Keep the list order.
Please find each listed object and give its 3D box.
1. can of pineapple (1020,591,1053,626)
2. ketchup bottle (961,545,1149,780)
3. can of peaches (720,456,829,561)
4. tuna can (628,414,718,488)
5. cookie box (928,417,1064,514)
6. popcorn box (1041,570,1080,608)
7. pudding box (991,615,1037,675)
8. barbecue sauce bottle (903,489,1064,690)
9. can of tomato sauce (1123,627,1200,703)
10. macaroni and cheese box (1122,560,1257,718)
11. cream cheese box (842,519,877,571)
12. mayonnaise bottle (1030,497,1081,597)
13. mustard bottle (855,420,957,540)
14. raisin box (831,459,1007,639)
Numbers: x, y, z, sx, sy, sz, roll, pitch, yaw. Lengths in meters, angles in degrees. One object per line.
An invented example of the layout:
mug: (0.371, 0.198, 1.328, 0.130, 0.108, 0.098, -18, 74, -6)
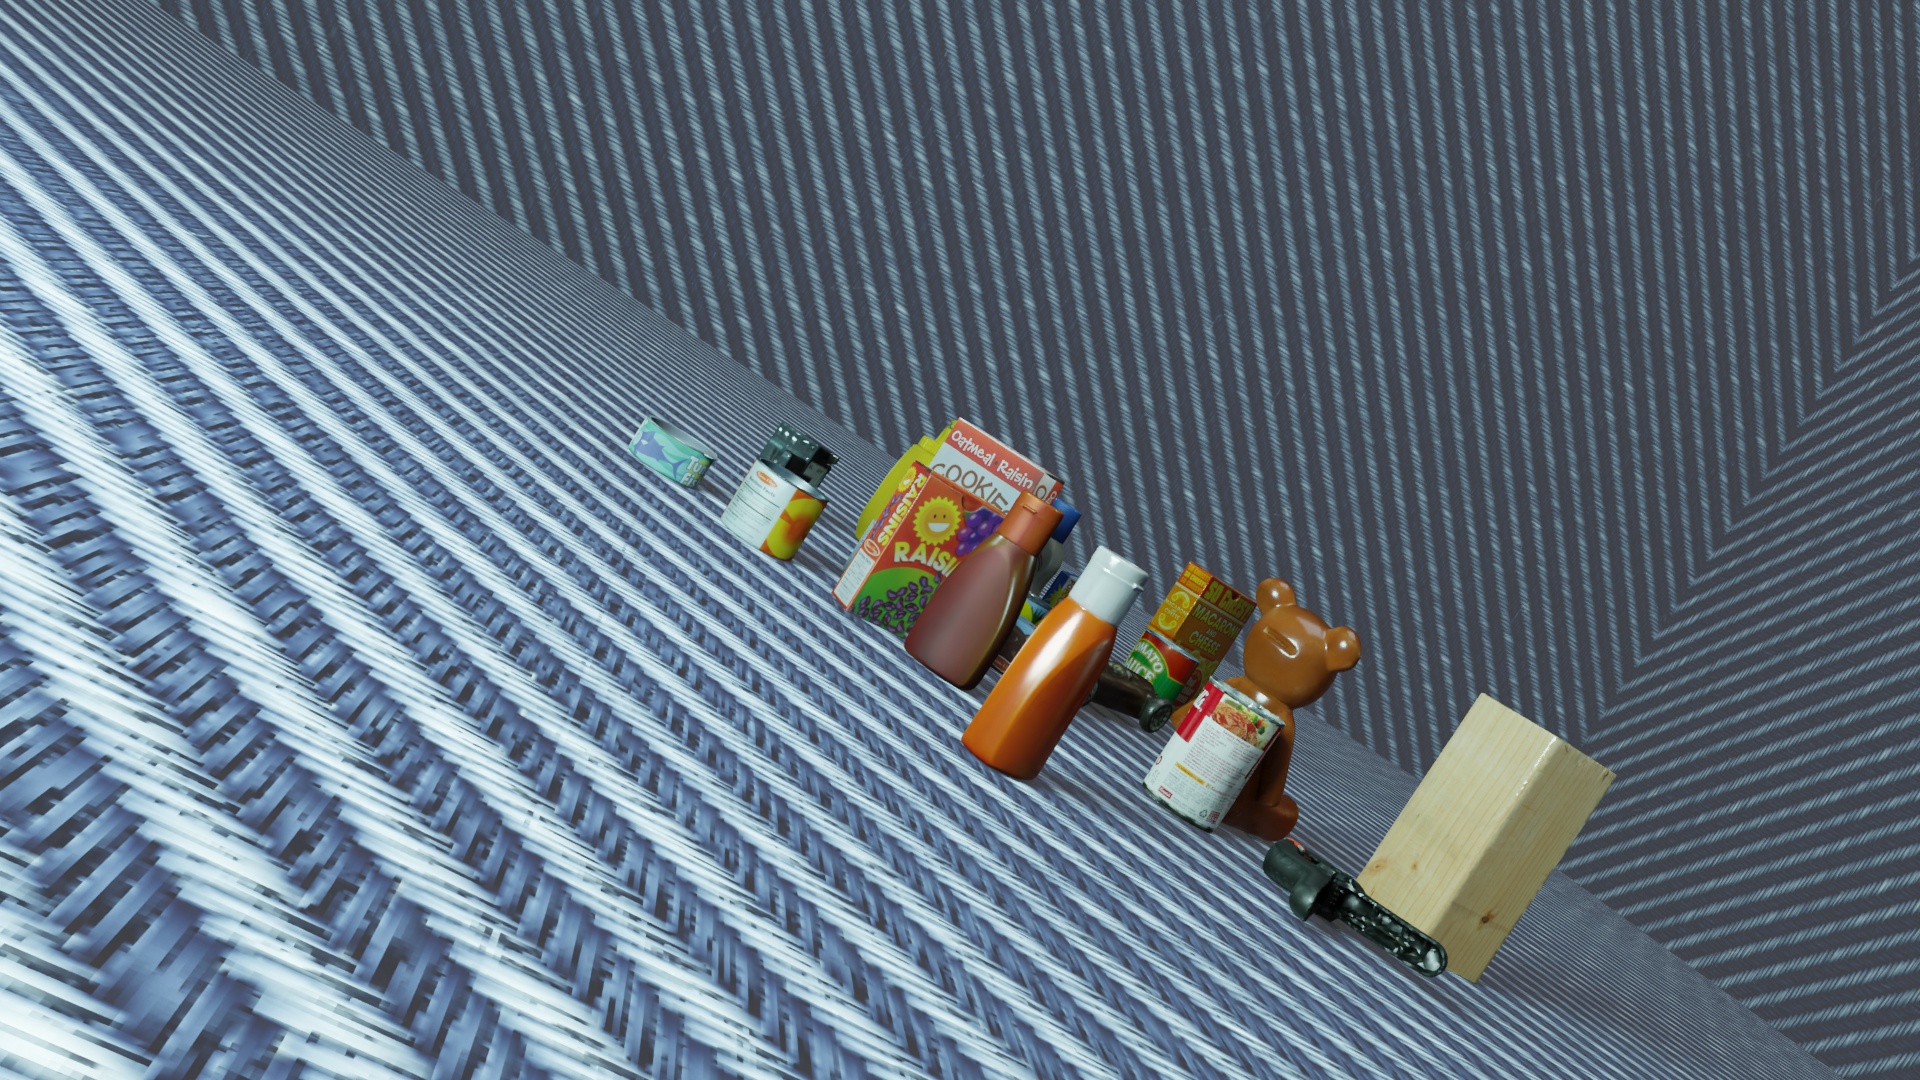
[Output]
can of pineapple: (0.051, 0.076, 1.337, 0.071, 0.058, 0.071, 32, 4, -3)
ketchup bottle: (0.062, 0.075, 0.853, 0.043, 0.148, 0.064, 35, 5, 37)
can of peaches: (-0.144, -0.024, 1.087, 0.071, 0.058, 0.071, 32, 4, -3)
tuna can: (-0.235, -0.072, 1.143, 0.071, 0.033, 0.071, 32, 4, -3)
cookie box: (0.005, -0.016, 1.315, 0.123, 0.167, 0.040, 35, 5, 37)
popcorn box: (0.119, 0.082, 1.549, 0.038, 0.085, 0.126, 34, 5, 19)
pudding box: (0.065, 0.104, 1.182, 0.084, 0.049, 0.030, 35, 5, 30)
barbecue sauce bottle: (0.022, 0.034, 1.021, 0.065, 0.148, 0.043, 34, 4, 22)
can of tomato sauce: (0.200, 0.143, 1.456, 0.071, 0.083, 0.071, 32, 4, -3)
macaroni and cheese box: (0.257, 0.118, 1.582, 0.040, 0.166, 0.123, 36, 5, 40)
cream cheese box: (-0.066, 0.022, 1.156, 0.024, 0.053, 0.104, 31, 5, -22)
mayonnaise bottle: (0.072, 0.025, 1.449, 0.065, 0.148, 0.041, 34, 4, 27)
mustard bottle: (-0.047, -0.058, 1.453, 0.049, 0.160, 0.065, 36, 5, 40)
raisin box: (-0.029, 0.012, 1.066, 0.086, 0.123, 0.040, 30, 5, -31)
